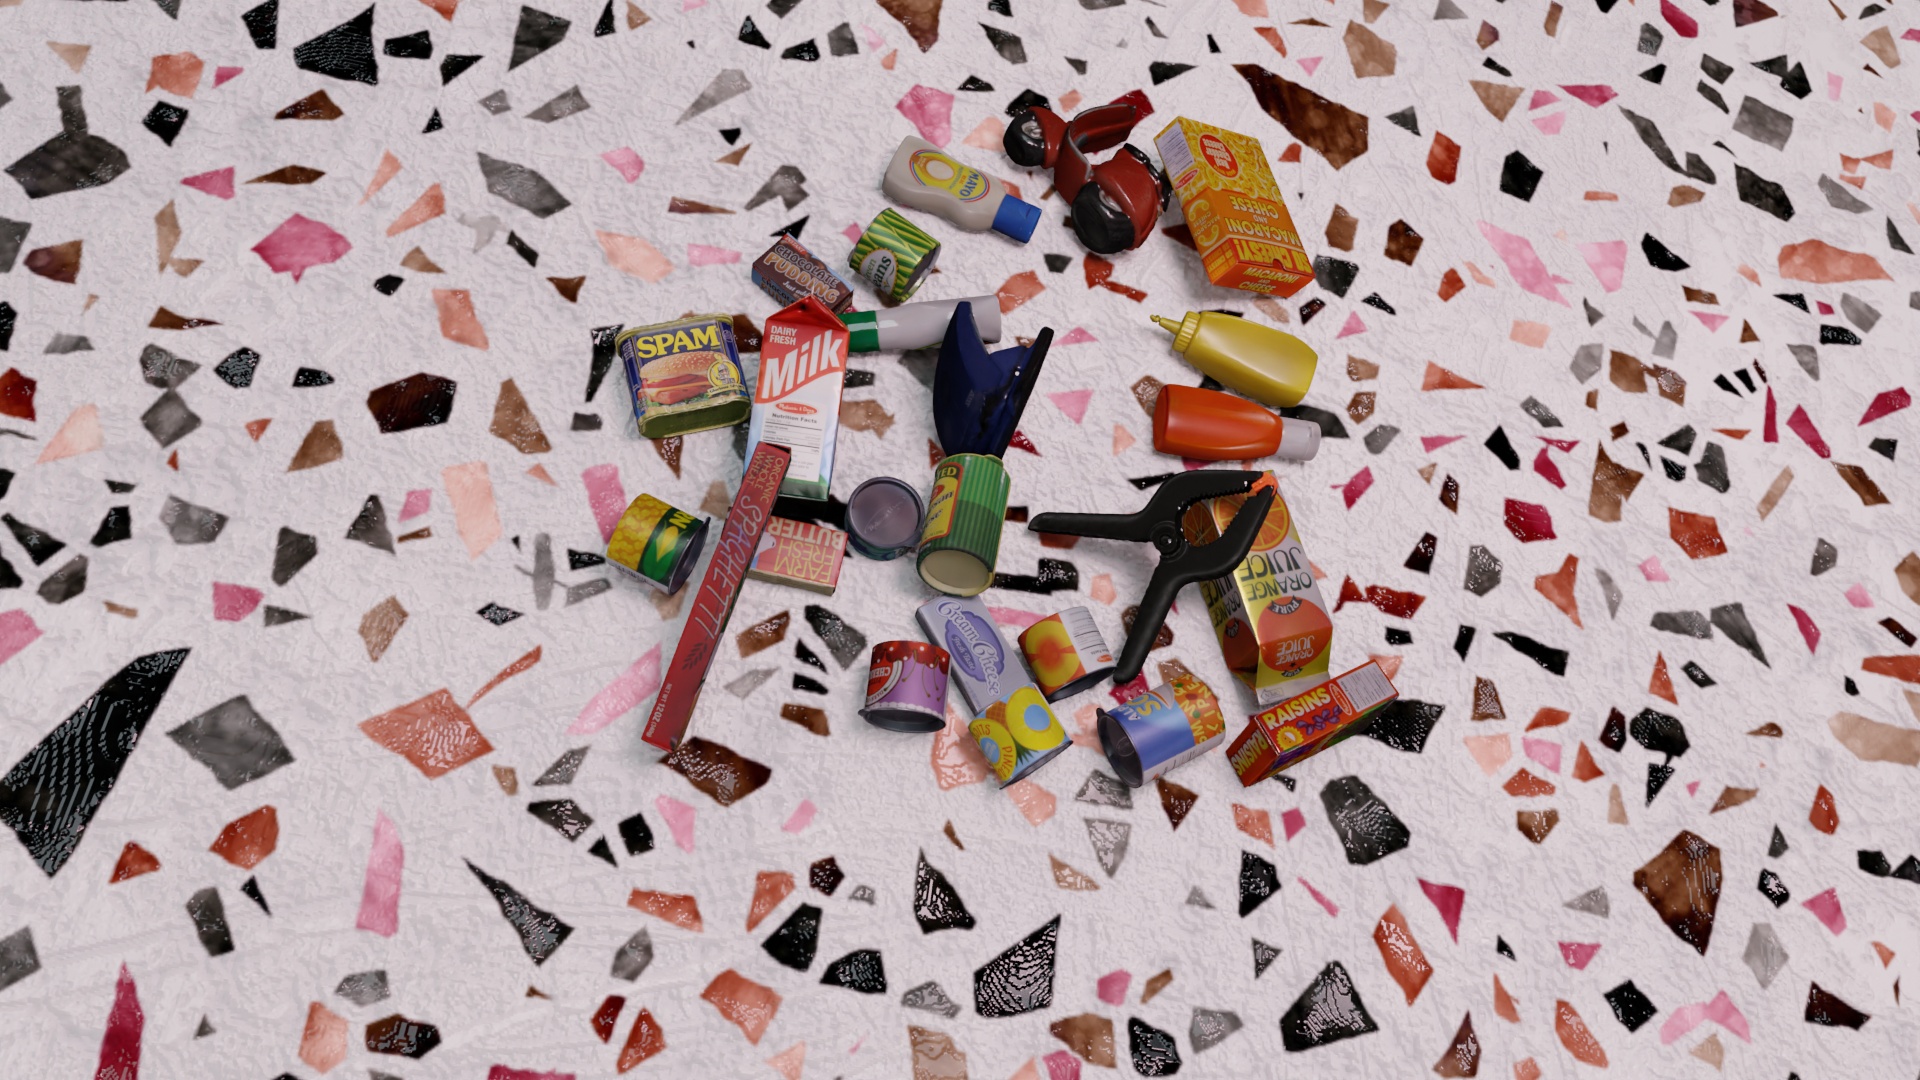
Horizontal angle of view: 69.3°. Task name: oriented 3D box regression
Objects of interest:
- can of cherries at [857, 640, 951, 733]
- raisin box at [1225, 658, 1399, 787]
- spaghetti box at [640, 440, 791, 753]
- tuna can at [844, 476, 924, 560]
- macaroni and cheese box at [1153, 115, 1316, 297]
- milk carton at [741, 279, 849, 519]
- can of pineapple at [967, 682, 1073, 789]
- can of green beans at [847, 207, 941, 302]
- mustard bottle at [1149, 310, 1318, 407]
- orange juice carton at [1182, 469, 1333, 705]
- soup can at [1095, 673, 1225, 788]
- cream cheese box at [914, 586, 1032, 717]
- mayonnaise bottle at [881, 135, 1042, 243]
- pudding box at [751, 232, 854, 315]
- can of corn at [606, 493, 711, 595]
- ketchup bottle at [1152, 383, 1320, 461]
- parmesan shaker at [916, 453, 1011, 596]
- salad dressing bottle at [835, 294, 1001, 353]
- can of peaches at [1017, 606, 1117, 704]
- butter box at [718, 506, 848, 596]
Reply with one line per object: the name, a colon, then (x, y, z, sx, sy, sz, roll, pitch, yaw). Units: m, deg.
can of cherries: (-0.044, 0.116, 1.109, 0.071, 0.071, 0.058, 9, 67, -7)
raisin box: (0.289, 0.152, 1.146, 0.124, 0.085, 0.040, -21, 67, -18)
spaghetti box: (-0.187, 0.041, 1.081, 0.029, 0.050, 0.250, 21, 85, -5)
tuna can: (-0.063, -0.017, 1.180, 0.071, 0.032, 0.071, 4, 67, -9)
macaroni and cheese box: (0.264, -0.320, 1.335, 0.124, 0.040, 0.167, -1, 65, -41)
milk carton: (-0.137, -0.120, 1.173, 0.073, 0.072, 0.191, 8, 77, -7)
can of pineapple: (0.046, 0.156, 1.110, 0.071, 0.070, 0.058, -29, 75, -20)
can of green beans: (-0.059, -0.259, 1.263, 0.058, 0.071, 0.071, 36, 66, 5)
mustard bottle: (0.250, -0.179, 1.297, 0.160, 0.048, 0.065, 23, 65, 0)
orange juice carton: (0.256, 0.043, 1.193, 0.072, 0.072, 0.193, -11, 71, -15)
soup can: (0.162, 0.152, 1.133, 0.084, 0.071, 0.071, -23, 74, -19)
cream cheese box: (0.010, 0.090, 1.154, 0.053, 0.024, 0.104, -26, 75, -20)
mayonnaise bottle: (0.004, -0.328, 1.317, 0.148, 0.041, 0.065, 24, 64, 1)
pudding box: (-0.142, -0.232, 1.256, 0.084, 0.030, 0.050, 41, 66, 7)
can of corn: (-0.243, 0.000, 1.120, 0.058, 0.071, 0.071, 26, 66, 1)
ketchup bottle: (0.252, -0.101, 1.268, 0.149, 0.043, 0.065, 9, 68, -7)
parmesan shaker: (0.004, -0.015, 1.157, 0.071, 0.071, 0.103, 15, 50, -4)
salad dressing bottle: (-0.039, -0.192, 1.245, 0.148, 0.064, 0.044, -6, 100, -5)
can of peaches: (0.086, 0.095, 1.145, 0.071, 0.071, 0.058, -20, 73, -17)
butter box: (-0.149, 0.009, 1.158, 0.103, 0.024, 0.053, 12, 67, -5)
